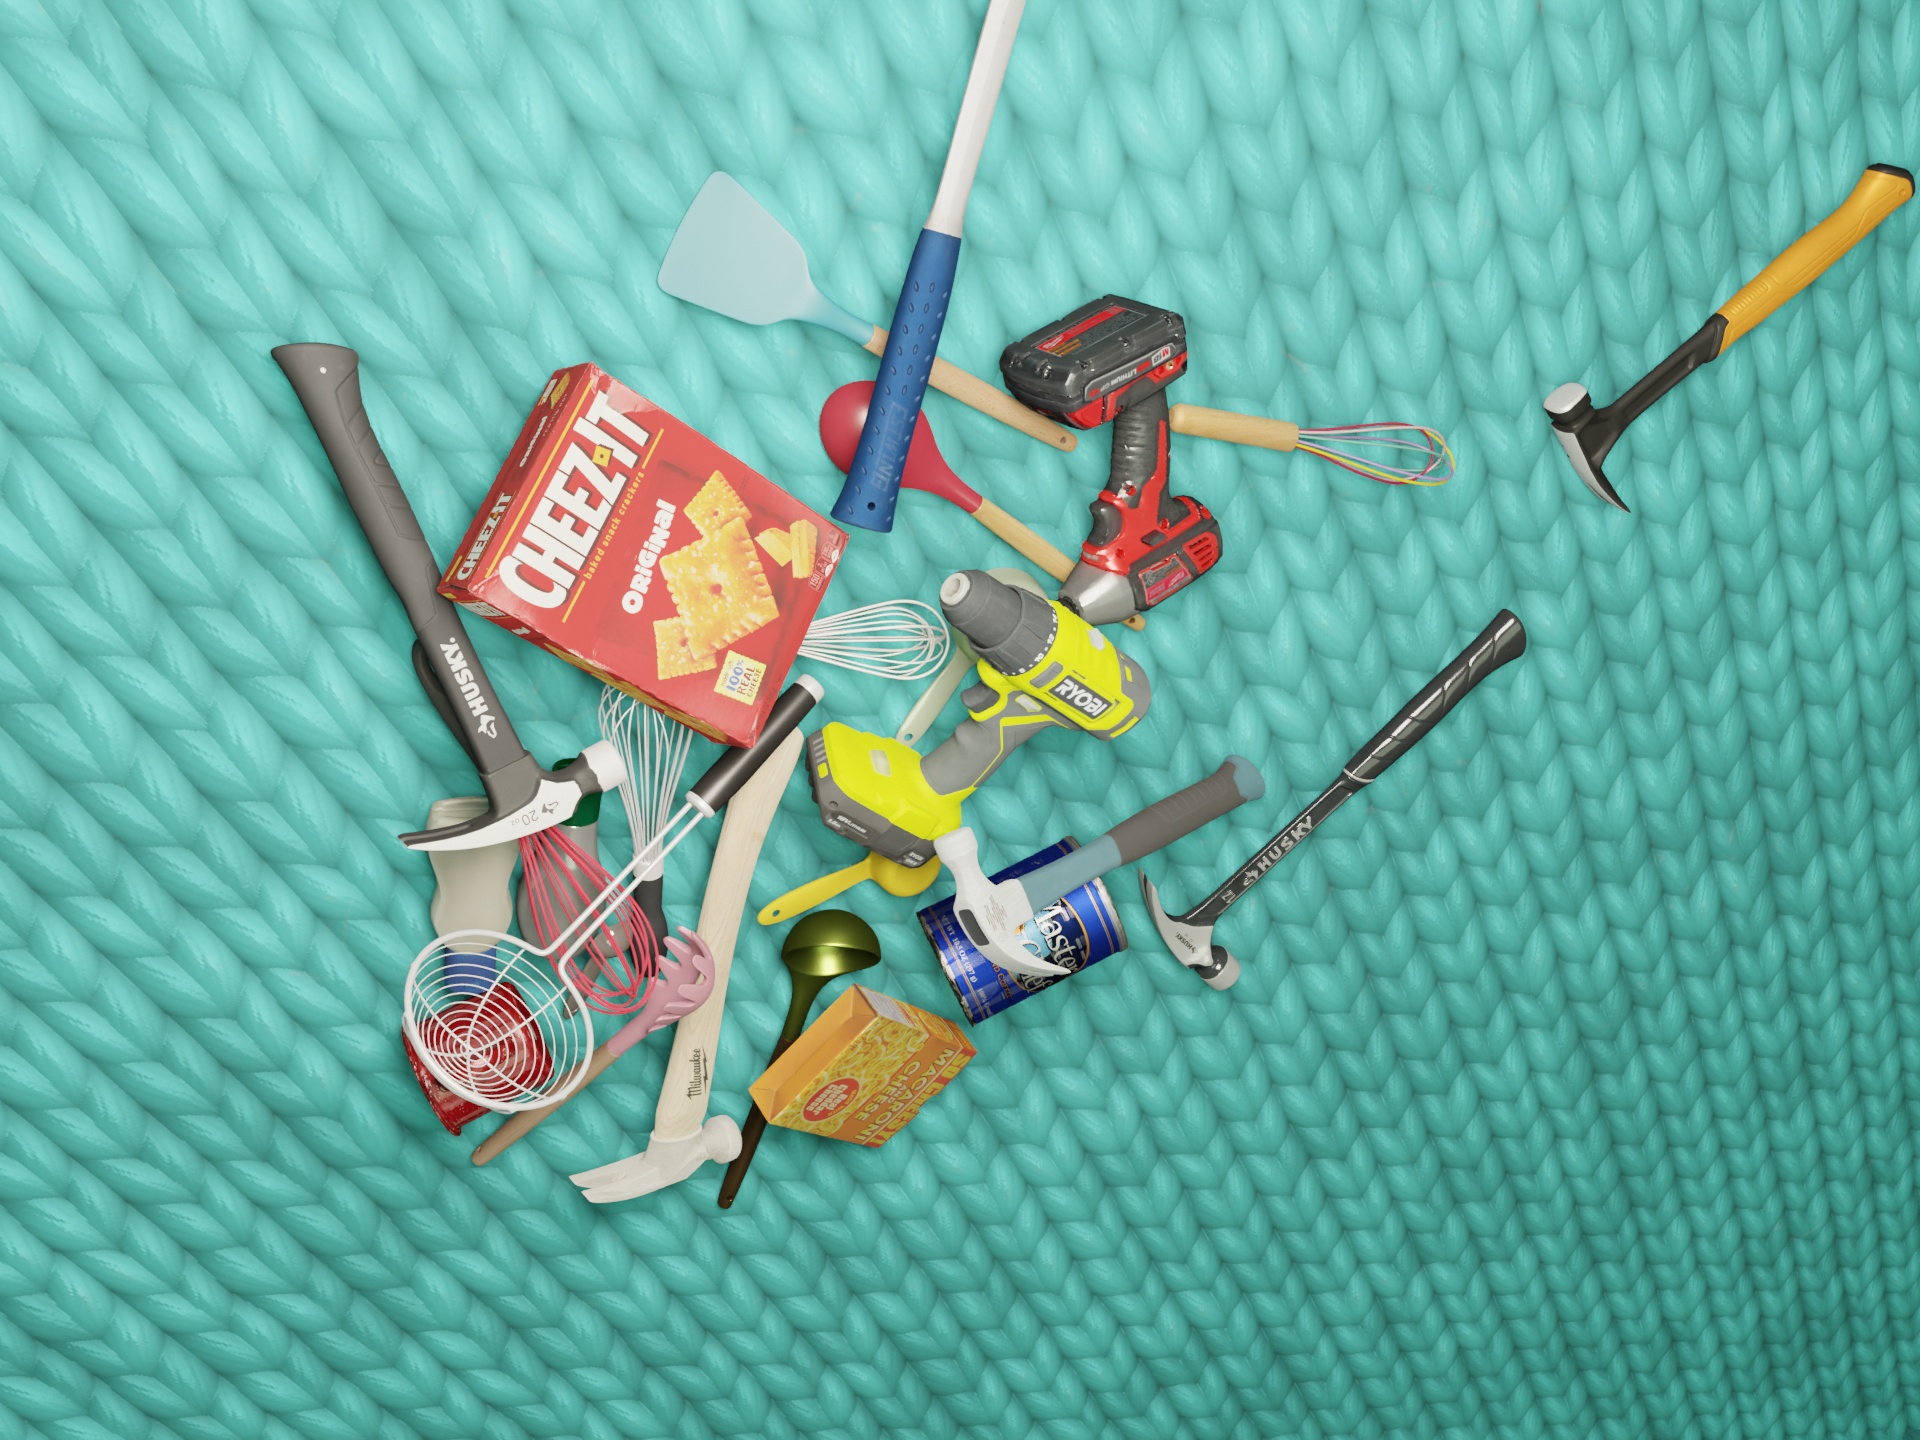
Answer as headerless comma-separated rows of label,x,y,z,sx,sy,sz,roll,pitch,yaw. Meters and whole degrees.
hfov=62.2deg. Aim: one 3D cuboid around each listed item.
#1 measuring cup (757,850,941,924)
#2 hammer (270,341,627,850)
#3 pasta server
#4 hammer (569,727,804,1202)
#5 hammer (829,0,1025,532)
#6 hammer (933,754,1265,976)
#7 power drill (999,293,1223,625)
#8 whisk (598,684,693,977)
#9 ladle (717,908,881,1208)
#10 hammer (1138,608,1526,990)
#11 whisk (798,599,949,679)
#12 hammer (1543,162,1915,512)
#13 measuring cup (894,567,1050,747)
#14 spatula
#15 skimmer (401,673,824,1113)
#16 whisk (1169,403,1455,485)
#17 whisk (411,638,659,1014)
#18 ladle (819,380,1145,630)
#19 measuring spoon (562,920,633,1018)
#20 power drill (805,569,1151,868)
measuring cup,-0.082,0.128,1.226,0.156,0.029,0.062,-23,125,-26
hammer,-0.338,-0.074,0.988,0.146,0.035,0.334,-29,111,-23
pasta server,-0.280,0.254,1.186,0.040,0.060,0.316,30,123,-34
hammer,-0.195,0.183,1.206,0.146,0.038,0.410,-7,119,-46
hammer,-0.003,-0.316,1.003,0.144,0.035,0.405,10,106,-26
hammer,0.124,0.095,1.226,0.331,0.033,0.128,-23,92,-39
power drill,0.106,-0.171,1.117,0.143,0.079,0.219,-32,128,-20
whisk,-0.225,0.077,1.149,0.070,0.070,0.284,-6,126,-18
ladle,-0.145,0.285,1.295,0.078,0.062,0.320,12,115,-24
hammer,0.324,0.056,1.363,0.409,0.036,0.149,-44,122,5
whisk,-0.126,-0.058,1.124,0.246,0.058,0.059,0,83,-18
hammer,0.625,-0.316,1.276,0.337,0.034,0.127,-41,123,4
measuring cup,0.007,-0.036,1.185,0.083,0.038,0.167,32,100,-32
spatula,-0.044,-0.251,1.061,0.317,0.044,0.082,22,107,-34
skimmer,-0.206,0.095,1.038,0.127,0.090,0.363,43,68,-5
whisk,0.267,-0.212,1.196,0.245,0.051,0.047,6,94,-19
whisk,-0.291,0.073,1.082,0.073,0.073,0.295,-28,103,-5
ladle,0.028,-0.142,1.146,0.315,0.031,0.069,31,107,-33
measuring spoon,-0.273,0.193,1.192,0.034,0.018,0.124,-20,152,-47
power drill,-0.002,-0.004,1.131,0.228,0.080,0.190,-38,135,23
